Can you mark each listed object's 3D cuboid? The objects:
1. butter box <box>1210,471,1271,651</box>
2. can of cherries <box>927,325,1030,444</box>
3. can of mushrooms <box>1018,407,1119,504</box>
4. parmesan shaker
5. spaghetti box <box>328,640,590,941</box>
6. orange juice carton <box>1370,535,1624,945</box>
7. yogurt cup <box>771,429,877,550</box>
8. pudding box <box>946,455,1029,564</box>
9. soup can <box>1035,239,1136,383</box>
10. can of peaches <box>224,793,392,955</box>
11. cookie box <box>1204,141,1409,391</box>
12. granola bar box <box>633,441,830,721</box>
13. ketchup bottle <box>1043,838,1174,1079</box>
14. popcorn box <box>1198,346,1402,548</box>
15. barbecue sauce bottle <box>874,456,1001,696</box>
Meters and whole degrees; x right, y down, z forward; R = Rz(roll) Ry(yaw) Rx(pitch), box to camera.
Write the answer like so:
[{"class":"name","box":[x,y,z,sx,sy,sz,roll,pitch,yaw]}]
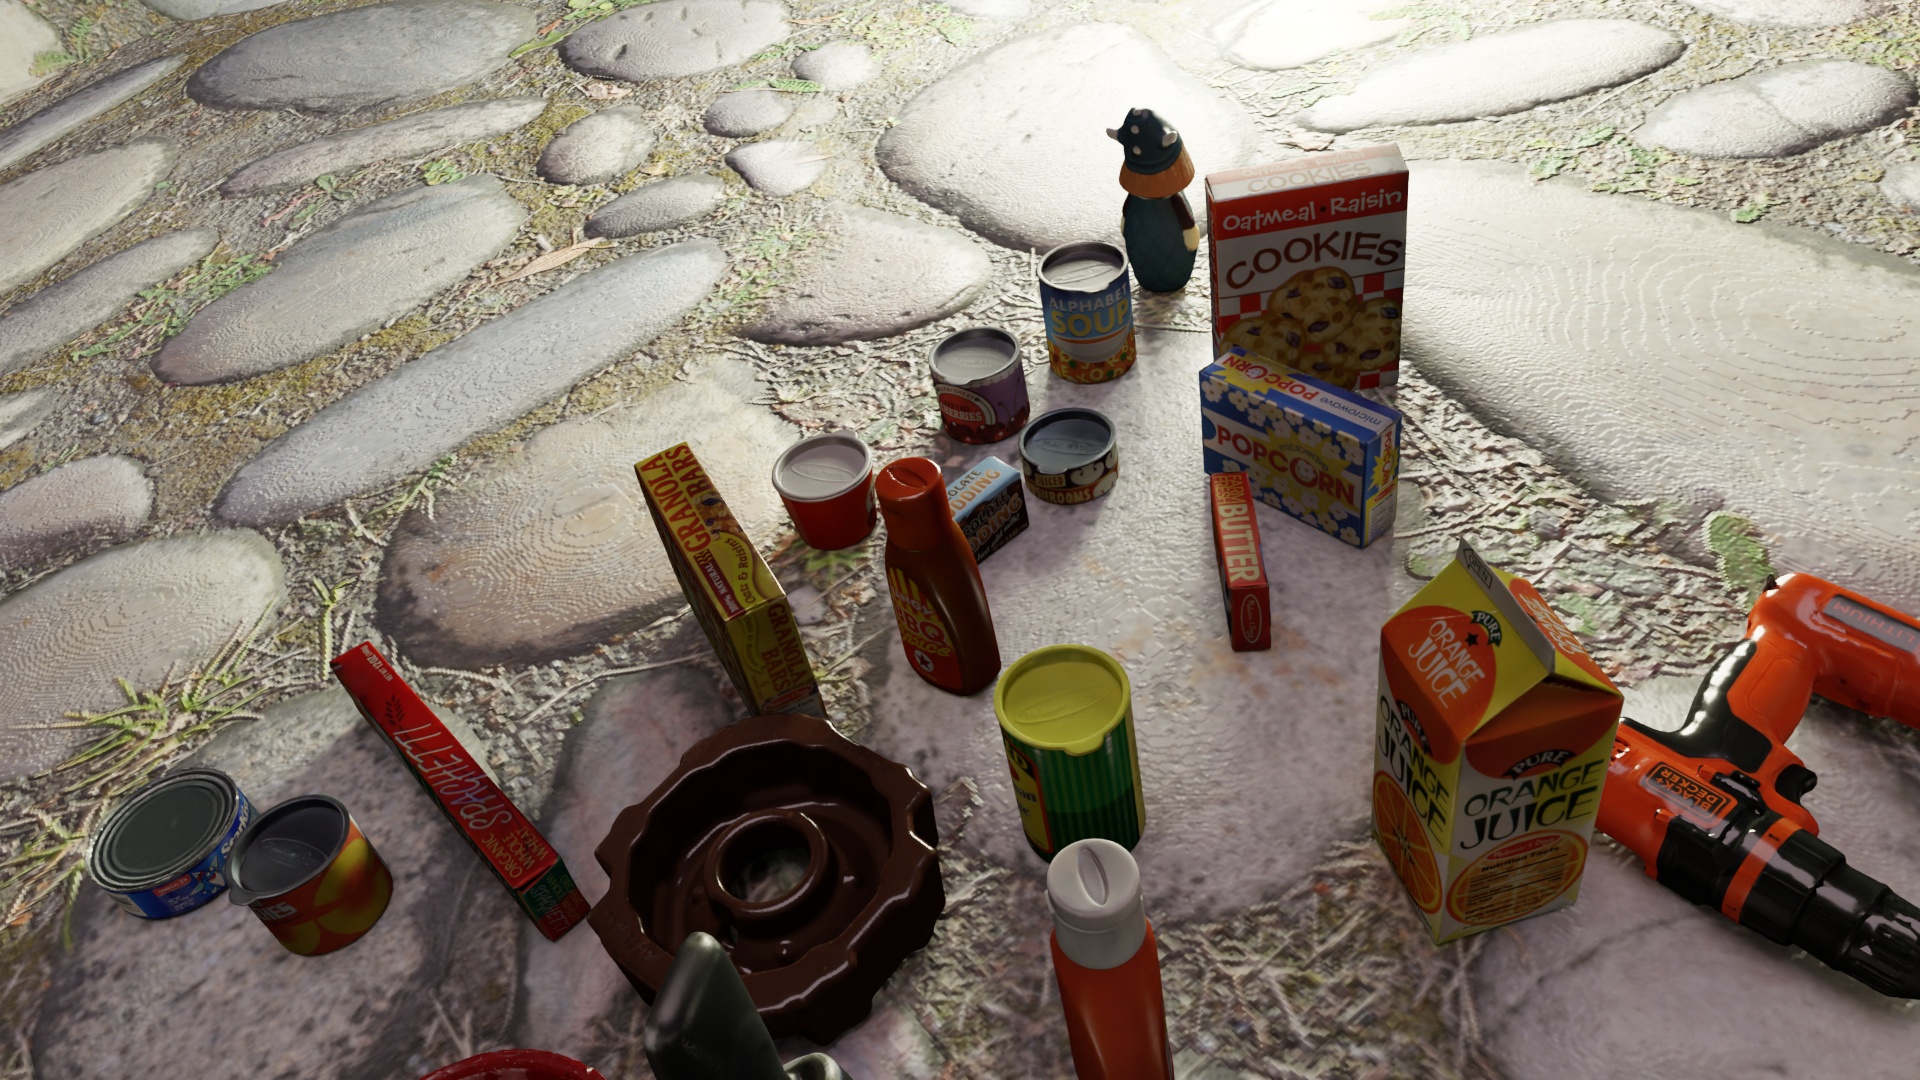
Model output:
[{"class":"butter box","box":[0.165,0.011,0.823,0.024,0.052,0.104,-6,42,8]},{"class":"can of cherries","box":[0.013,-0.109,0.990,0.071,0.058,0.072,-7,41,6]},{"class":"can of mushrooms","box":[0.072,-0.056,0.934,0.071,0.033,0.071,-7,41,6]},{"class":"parmesan shaker","box":[0.057,0.113,0.697,0.071,0.102,0.072,-7,41,6]},{"class":"spaghetti box","box":[-0.291,0.137,0.794,0.029,0.050,0.250,-37,47,-25]},{"class":"orange juice carton","box":[0.232,0.089,0.613,0.073,0.191,0.072,-16,41,-4]},{"class":"yogurt cup","box":[-0.087,-0.031,0.929,0.072,0.053,0.073,-7,41,6]},{"class":"pudding box","box":[0.003,-0.011,0.889,0.084,0.049,0.030,-37,47,-26]},{"class":"soup can","box":[0.093,-0.165,1.013,0.071,0.083,0.072,-7,41,6]},{"class":"can of peaches","box":[-0.352,0.183,0.751,0.071,0.057,0.071,-7,41,6]},{"class":"cookie box","box":[0.229,-0.172,0.926,0.123,0.166,0.040,-9,41,4]},{"class":"granola bar box","box":[-0.134,0.036,0.813,0.039,0.123,0.166,-25,43,-14]},{"class":"ketchup bottle","box":[0.062,0.183,0.582,0.043,0.148,0.065,-15,41,-3]},{"class":"popcorn box","box":[0.210,-0.059,0.866,0.038,0.084,0.127,-37,47,-25]},{"class":"barbecue sauce bottle","box":[-0.016,0.020,0.784,0.065,0.147,0.044,28,55,37]}]
